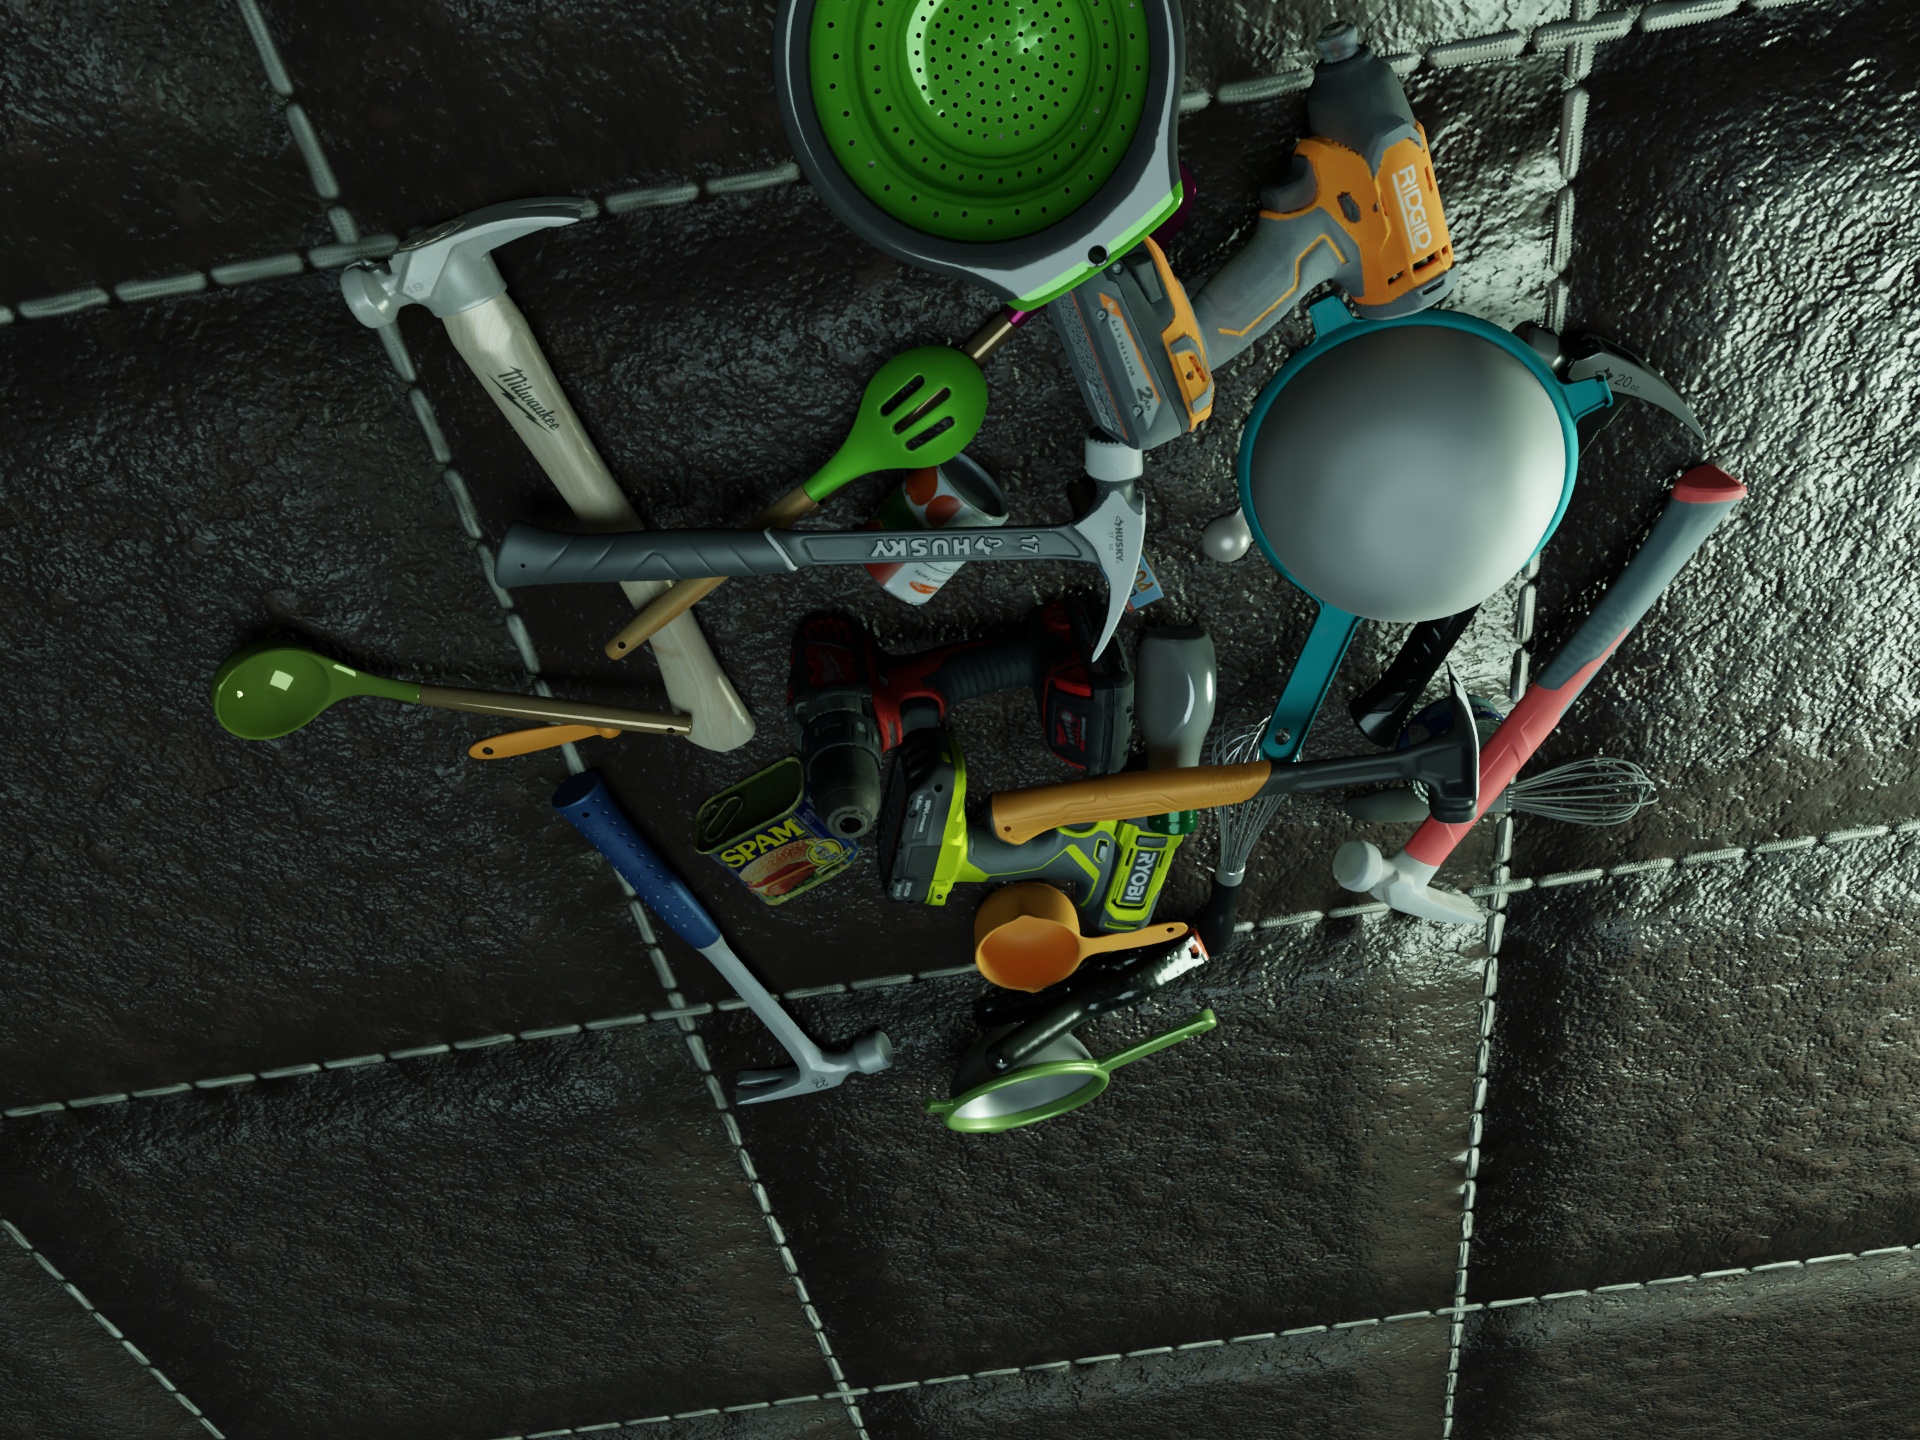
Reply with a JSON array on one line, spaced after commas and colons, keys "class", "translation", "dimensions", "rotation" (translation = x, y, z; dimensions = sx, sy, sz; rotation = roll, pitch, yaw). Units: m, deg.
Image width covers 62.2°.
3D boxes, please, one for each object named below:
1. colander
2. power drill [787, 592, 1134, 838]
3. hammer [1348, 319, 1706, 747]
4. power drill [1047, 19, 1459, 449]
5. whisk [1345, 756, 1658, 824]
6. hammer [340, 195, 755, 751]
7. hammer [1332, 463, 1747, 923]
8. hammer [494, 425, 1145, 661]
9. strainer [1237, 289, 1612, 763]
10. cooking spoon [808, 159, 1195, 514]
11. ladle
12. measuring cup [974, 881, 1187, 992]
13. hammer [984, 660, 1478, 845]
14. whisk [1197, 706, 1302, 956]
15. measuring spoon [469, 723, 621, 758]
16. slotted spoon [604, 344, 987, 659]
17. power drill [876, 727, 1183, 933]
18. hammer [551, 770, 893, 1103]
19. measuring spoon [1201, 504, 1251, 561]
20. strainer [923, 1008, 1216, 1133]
[{"class": "colander", "translation": [-0.034, -0.402, 0.793], "dimensions": [0.204, 0.095, 0.396], "rotation": [-31, 108, 21]}, {"class": "power drill", "translation": [-0.002, -0.003, 1.062], "dimensions": [0.226, 0.188, 0.080], "rotation": [-5, 131, -6]}, {"class": "hammer", "translation": [0.366, -0.109, 1.098], "dimensions": [0.146, 0.035, 0.334], "rotation": [13, 128, -14]}, {"class": "power drill", "translation": [0.161, -0.269, 0.883], "dimensions": [0.226, 0.084, 0.164], "rotation": [-30, 122, -6]}, {"class": "whisk", "translation": [0.422, 0.062, 1.242], "dimensions": [0.239, 0.055, 0.055], "rotation": [-4, 131, 4]}, {"class": "hammer", "translation": [-0.221, -0.136, 1.027], "dimensions": [0.146, 0.038, 0.410], "rotation": [-18, 130, 9]}, {"class": "hammer", "translation": [0.433, -0.009, 1.147], "dimensions": [0.143, 0.038, 0.386], "rotation": [19, 117, -27]}, {"class": "hammer", "translation": [-0.090, -0.103, 0.989], "dimensions": [0.409, 0.036, 0.149], "rotation": [-1, 122, 5]}, {"class": "strainer", "translation": [0.261, -0.089, 1.022], "dimensions": [0.211, 0.095, 0.340], "rotation": [18, 122, 0]}, {"class": "cooking spoon", "translation": [0.013, -0.229, 0.977], "dimensions": [0.319, 0.017, 0.068], "rotation": [-39, 122, 25]}, {"class": "ladle", "translation": [-0.347, -0.007, 1.095], "dimensions": [0.320, 0.062, 0.078], "rotation": [7, 133, -5]}, {"class": "measuring cup", "translation": [0.096, 0.167, 1.302], "dimensions": [0.173, 0.052, 0.095], "rotation": [-9, 131, 1]}, {"class": "hammer", "translation": [0.180, 0.039, 1.090], "dimensions": [0.337, 0.034, 0.127], "rotation": [-8, 132, 11]}, {"class": "whisk", "translation": [0.218, 0.097, 1.251], "dimensions": [0.070, 0.070, 0.284], "rotation": [-1, 135, -4]}, {"class": "measuring spoon", "translation": [-0.304, 0.015, 1.164], "dimensions": [0.117, 0.011, 0.021], "rotation": [-11, 130, 5]}, {"class": "slotted spoon", "translation": [-0.113, -0.128, 1.011], "dimensions": [0.313, 0.031, 0.070], "rotation": [-35, 103, 20]}, {"class": "power drill", "translation": [0.058, 0.076, 1.205], "dimensions": [0.223, 0.080, 0.171], "rotation": [5, 122, -14]}, {"class": "hammer", "translation": [-0.208, 0.189, 1.306], "dimensions": [0.144, 0.035, 0.405], "rotation": [-22, 129, 13]}, {"class": "measuring spoon", "translation": [0.206, -0.151, 1.059], "dimensions": [0.034, 0.018, 0.124], "rotation": [23, 124, -22]}, {"class": "strainer", "translation": [0.096, 0.282, 1.380], "dimensions": [0.256, 0.069, 0.151], "rotation": [-26, 150, 16]}]
